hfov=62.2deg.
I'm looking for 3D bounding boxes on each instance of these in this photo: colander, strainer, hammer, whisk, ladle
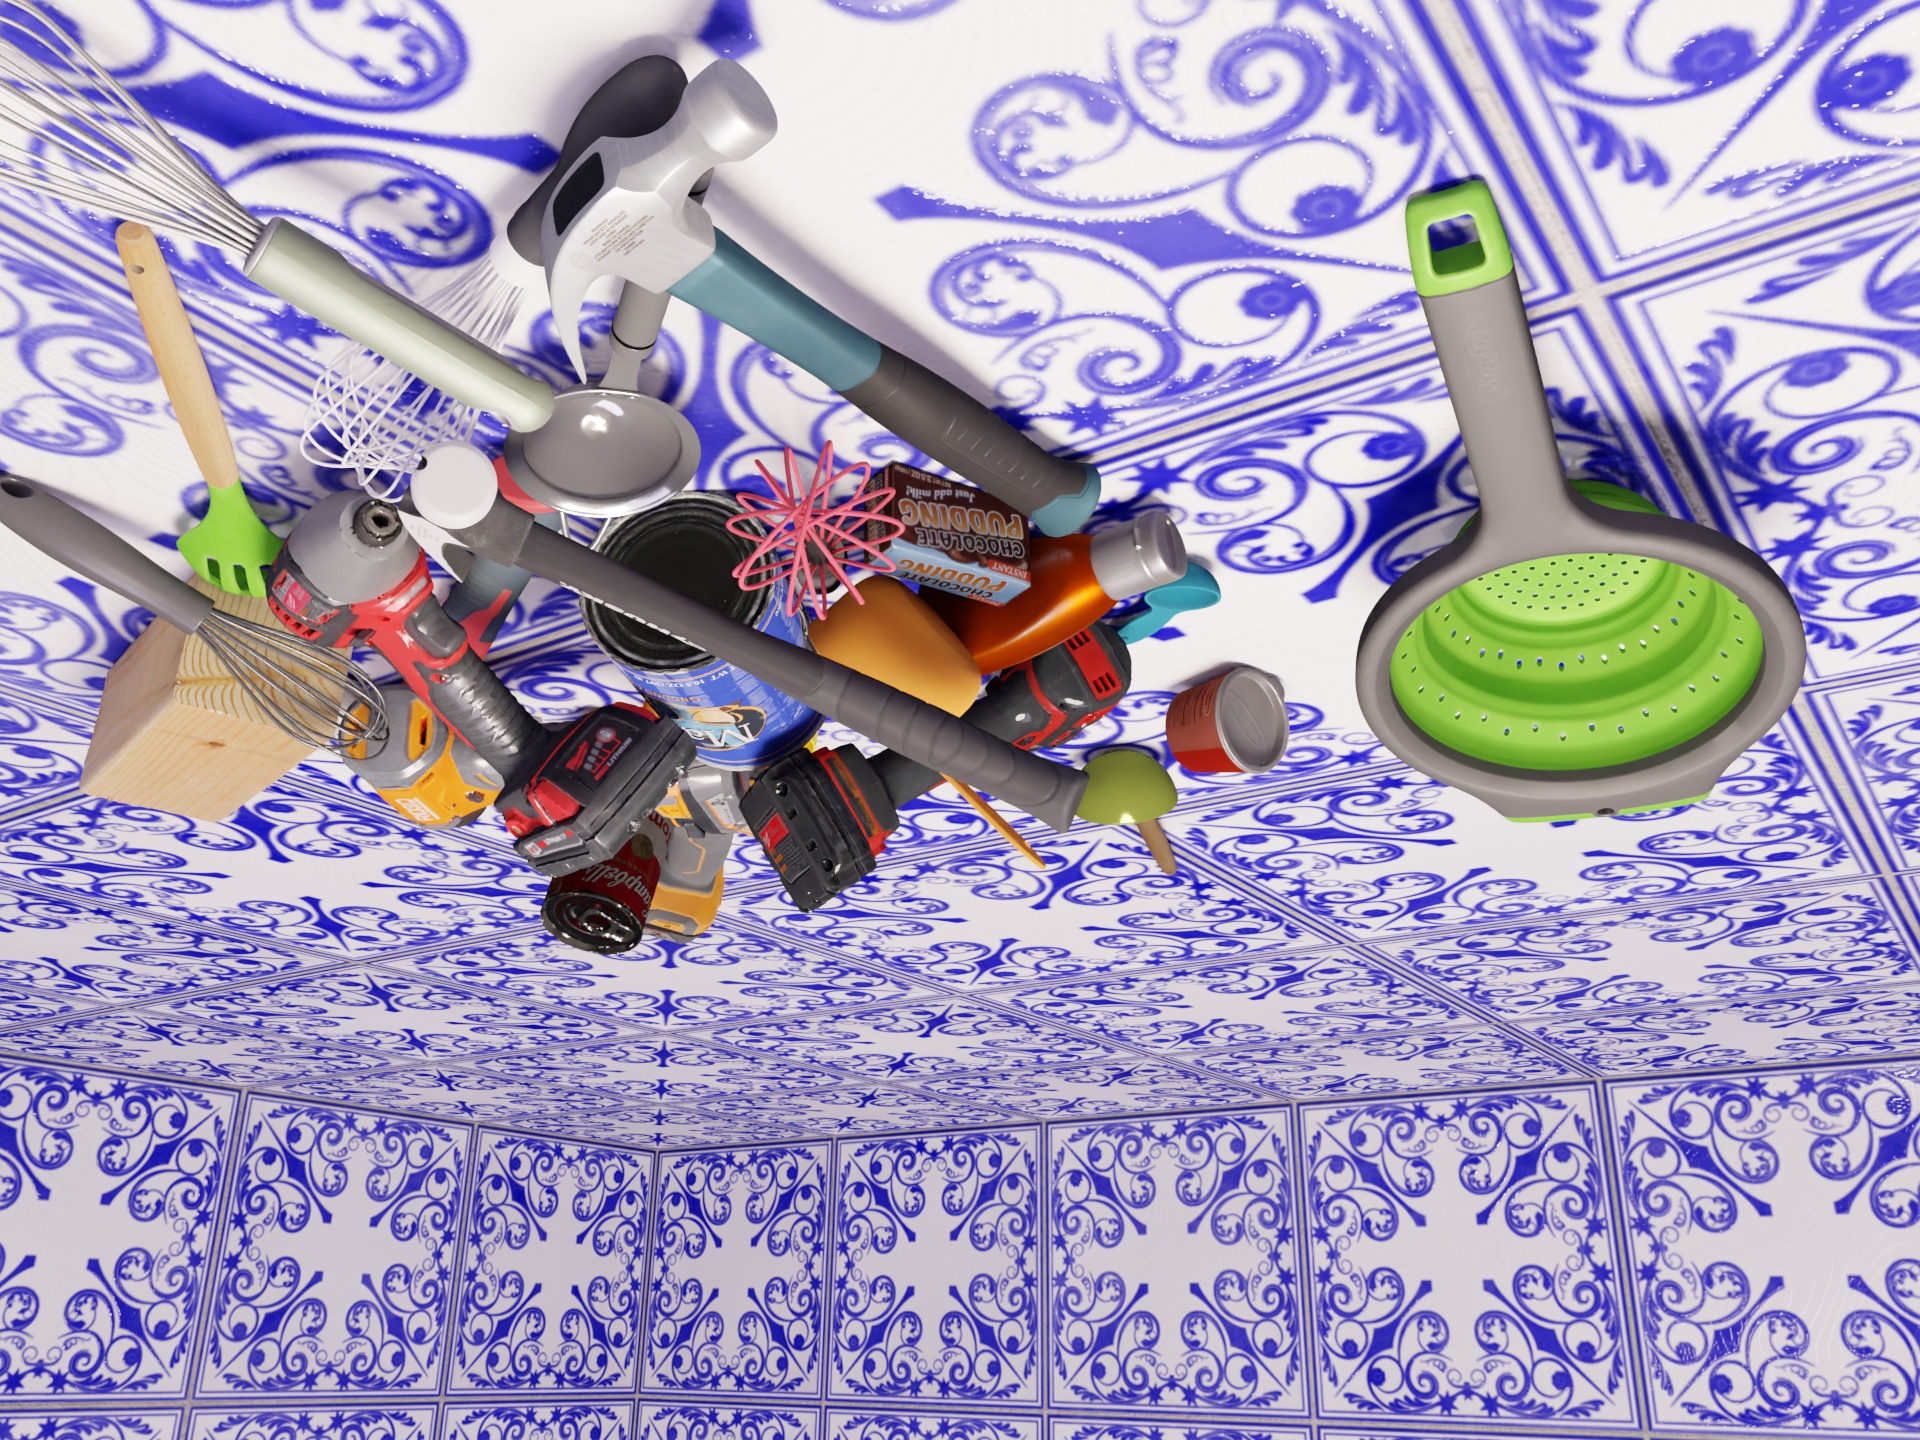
[{"bbox_3d":[0.269,-0.102,0.743,0.204,0.095,0.396,-10,138,25],"label":"colander"},{"bbox_3d":[-0.137,-0.156,0.663,0.086,0.050,0.258,3,153,-23],"label":"strainer"},{"bbox_3d":[-0.270,-0.055,0.925,0.143,0.038,0.386,11,156,-26],"label":"hammer"},{"bbox_3d":[-0.034,-0.142,0.657,0.128,0.033,0.330,-26,154,27],"label":"hammer"},{"bbox_3d":[-0.186,-0.165,0.623,0.070,0.070,0.284,18,148,-36],"label":"whisk"},{"bbox_3d":[-0.252,-0.171,0.557,0.246,0.059,0.058,30,175,-30],"label":"whisk"},{"bbox_3d":[0.146,0.091,1.252,0.078,0.062,0.320,-2,161,14],"label":"ladle"},{"bbox_3d":[-0.064,-0.079,0.725,0.073,0.073,0.296,3,-178,-4],"label":"whisk"},{"bbox_3d":[-0.408,-0.053,0.849,0.238,0.055,0.055,38,143,-25],"label":"whisk"},{"bbox_3d":[-0.087,-0.027,0.716,0.334,0.035,0.146,26,170,-17],"label":"hammer"}]

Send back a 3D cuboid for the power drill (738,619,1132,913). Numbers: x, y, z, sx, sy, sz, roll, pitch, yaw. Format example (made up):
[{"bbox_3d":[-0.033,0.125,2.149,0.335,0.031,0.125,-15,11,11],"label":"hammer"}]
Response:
[{"bbox_3d":[-0.015,0.025,0.958,0.226,0.080,0.188,-30,176,-20],"label":"power drill"}]

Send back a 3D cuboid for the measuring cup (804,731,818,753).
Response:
[{"bbox_3d":[-0.153,-0.020,1.038,0.062,0.029,0.156,-15,141,37],"label":"measuring cup"}]

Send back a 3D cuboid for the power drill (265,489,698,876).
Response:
[{"bbox_3d":[-0.248,-0.024,0.806,0.219,0.078,0.143,45,149,-15],"label":"power drill"}]

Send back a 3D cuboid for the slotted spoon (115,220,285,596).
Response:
[{"bbox_3d":[-0.358,-0.130,0.756,0.070,0.031,0.313,6,156,-12],"label":"slotted spoon"}]

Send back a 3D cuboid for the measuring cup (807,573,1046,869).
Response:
[{"bbox_3d":[-0.001,-0.003,0.808,0.052,0.173,0.095,-44,175,8],"label":"measuring cup"}]

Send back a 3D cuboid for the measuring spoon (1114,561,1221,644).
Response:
[{"bbox_3d":[0.111,-0.067,0.915,0.042,0.021,0.128,6,167,-15],"label":"measuring spoon"}]

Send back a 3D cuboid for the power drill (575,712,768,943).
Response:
[{"bbox_3d":[-0.224,0.075,1.175,0.185,0.084,0.226,20,142,-23],"label":"power drill"}]

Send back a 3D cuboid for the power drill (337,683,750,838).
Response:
[{"bbox_3d":[-0.248,0.029,0.993,0.226,0.084,0.164,-2,161,-2],"label":"power drill"}]
